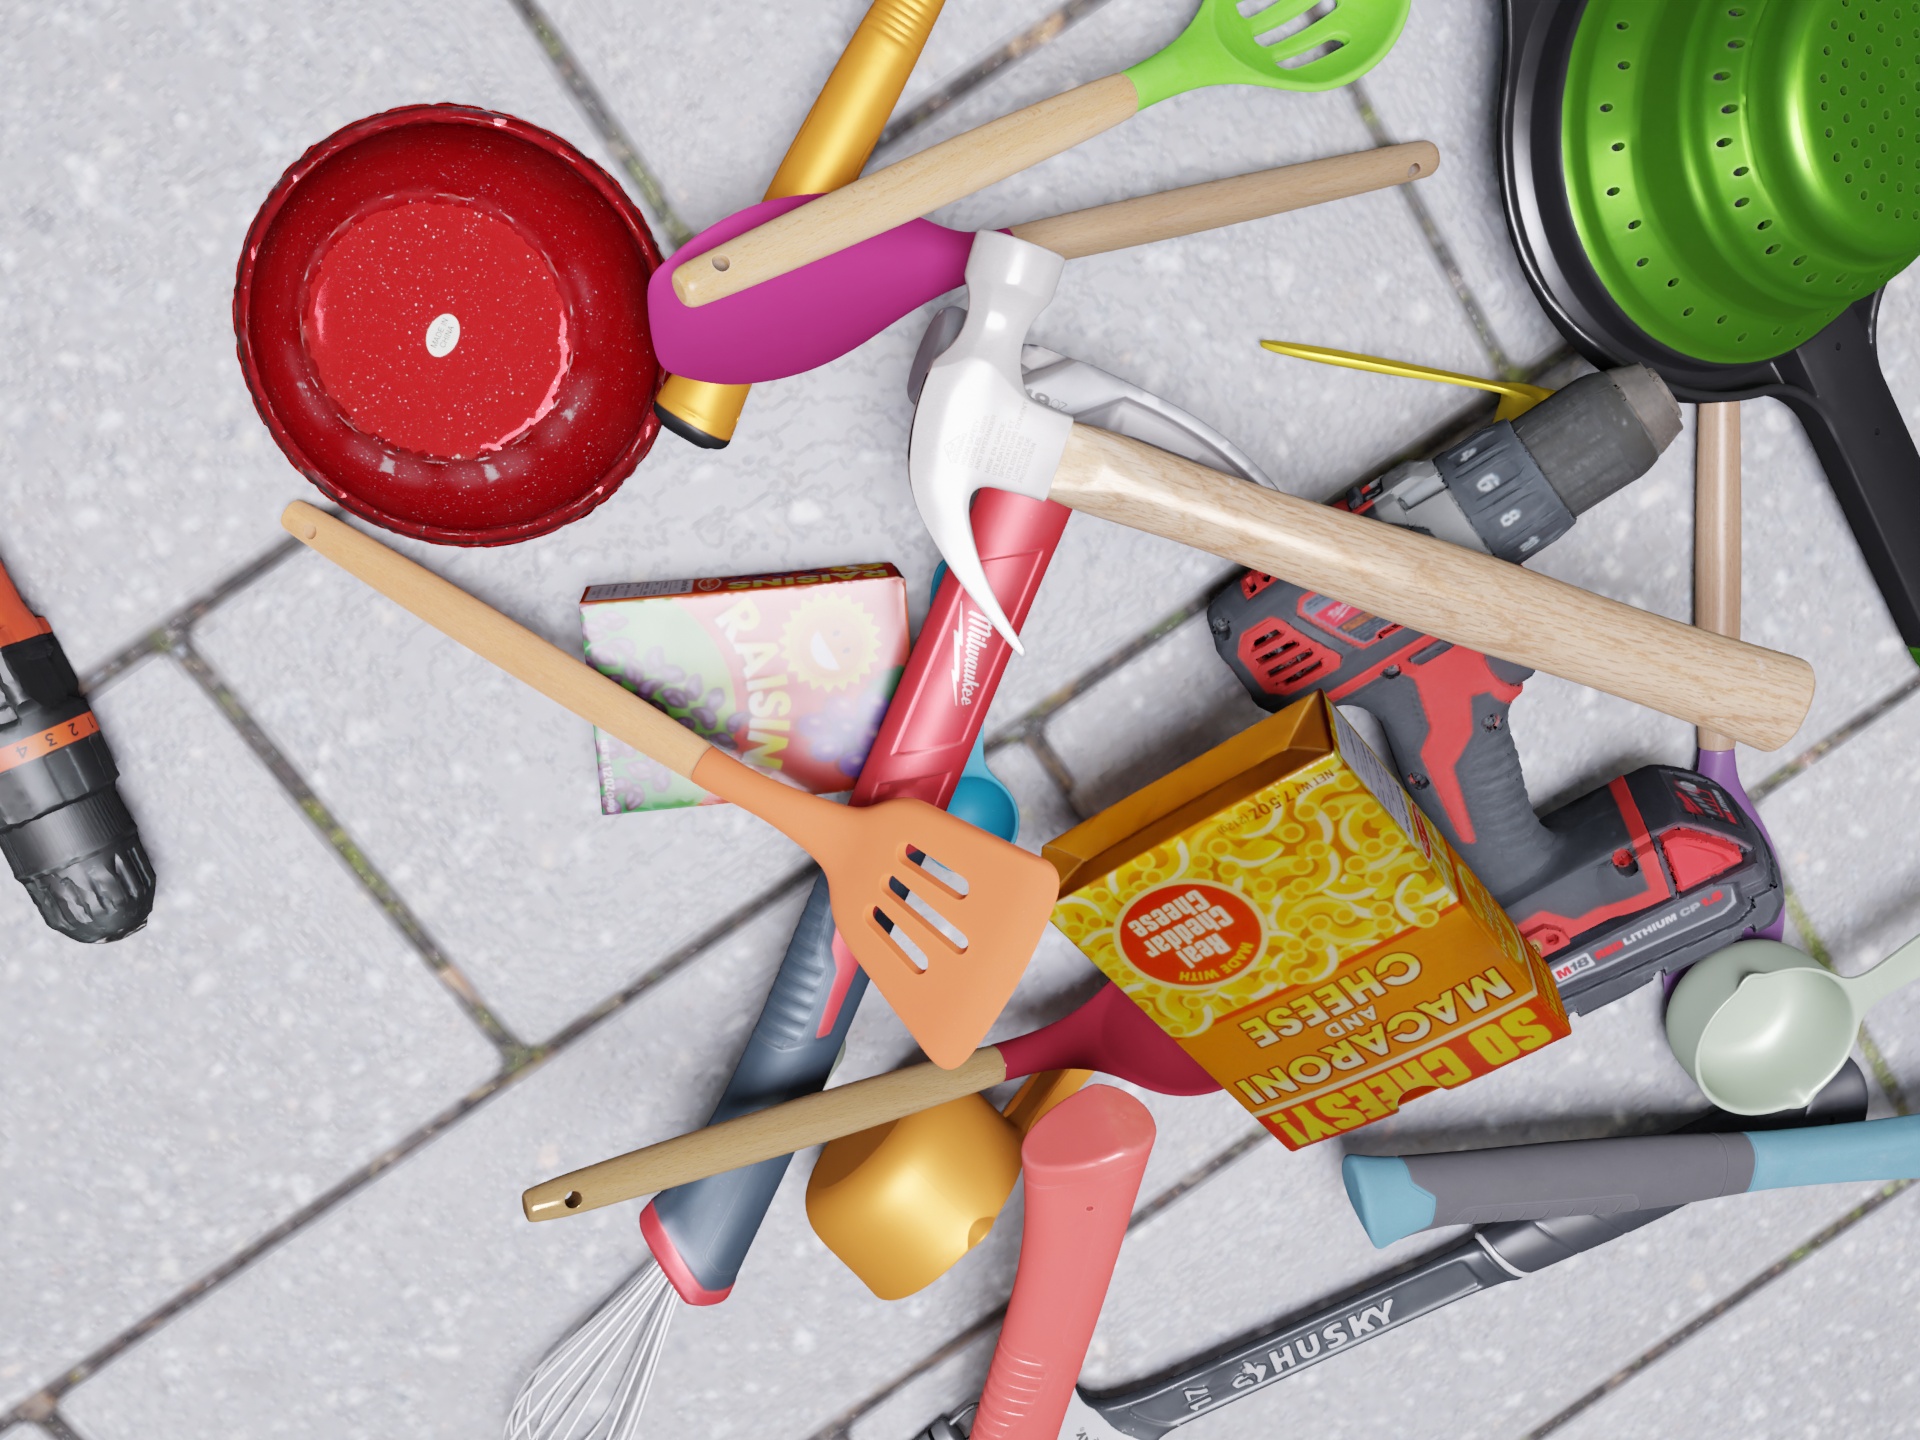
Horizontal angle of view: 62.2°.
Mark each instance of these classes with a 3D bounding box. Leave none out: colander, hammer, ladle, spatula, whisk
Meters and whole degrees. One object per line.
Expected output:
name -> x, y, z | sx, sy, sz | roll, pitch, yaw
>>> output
colander -> 0.355, -0.161, 0.611 | 0.204, 0.094, 0.396 | -41, 110, -12
hammer -> -0.016, 0.053, 0.605 | 0.143, 0.038, 0.386 | 21, 99, -15
ladle -> -0.008, 0.138, 0.604 | 0.315, 0.031, 0.069 | -10, 92, -27
spatula -> -0.115, 0.004, 0.562 | 0.322, 0.041, 0.081 | 30, 103, 9
hammer -> 0.325, 0.194, 0.689 | 0.331, 0.033, 0.128 | -3, 114, -8
hammer -> 0.028, 0.298, 0.647 | 0.149, 0.037, 0.359 | 5, 117, -16
whisk -> -0.119, 0.229, 0.668 | 0.059, 0.058, 0.246 | 30, 94, -48
hammer -> -0.018, -0.245, 0.549 | 0.034, 0.127, 0.337 | 28, 102, -11
spatula -> 0.332, -0.013, 0.693 | 0.059, 0.018, 0.315 | -9, 104, -6
hammer -> 0.227, 0.247, 0.726 | 0.409, 0.036, 0.149 | -24, 103, -3
hammer -> 0.140, -0.052, 0.552 | 0.331, 0.031, 0.130 | 18, 102, -6

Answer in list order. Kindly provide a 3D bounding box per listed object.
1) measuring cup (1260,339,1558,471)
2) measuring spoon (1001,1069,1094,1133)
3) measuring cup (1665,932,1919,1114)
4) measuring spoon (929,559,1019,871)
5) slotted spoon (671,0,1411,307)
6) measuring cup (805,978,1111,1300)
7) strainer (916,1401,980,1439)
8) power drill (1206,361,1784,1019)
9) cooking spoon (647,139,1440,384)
measuring cup -> 0.194, -0.125, 0.638 | 0.156, 0.062, 0.029 | 12, 112, 0
measuring spoon -> 0.056, 0.144, 0.689 | 0.021, 0.011, 0.117 | 42, 93, -14
measuring cup -> 0.390, 0.109, 0.705 | 0.167, 0.038, 0.083 | -33, 114, 3
measuring spoon -> -0.001, -0.002, 0.650 | 0.042, 0.021, 0.128 | -4, 94, -10
slotted spoon -> 0.036, -0.211, 0.554 | 0.314, 0.031, 0.070 | -31, 86, -21
measuring cup -> 0.005, 0.152, 0.657 | 0.052, 0.095, 0.173 | 43, 75, -10
strainer -> -0.086, 0.391, 0.708 | 0.258, 0.050, 0.087 | -41, 93, -2
power drill -> 0.232, -0.010, 0.626 | 0.188, 0.080, 0.226 | -34, 104, 22
cooking spoon -> 0.041, -0.177, 0.581 | 0.319, 0.017, 0.068 | -18, 138, -17
